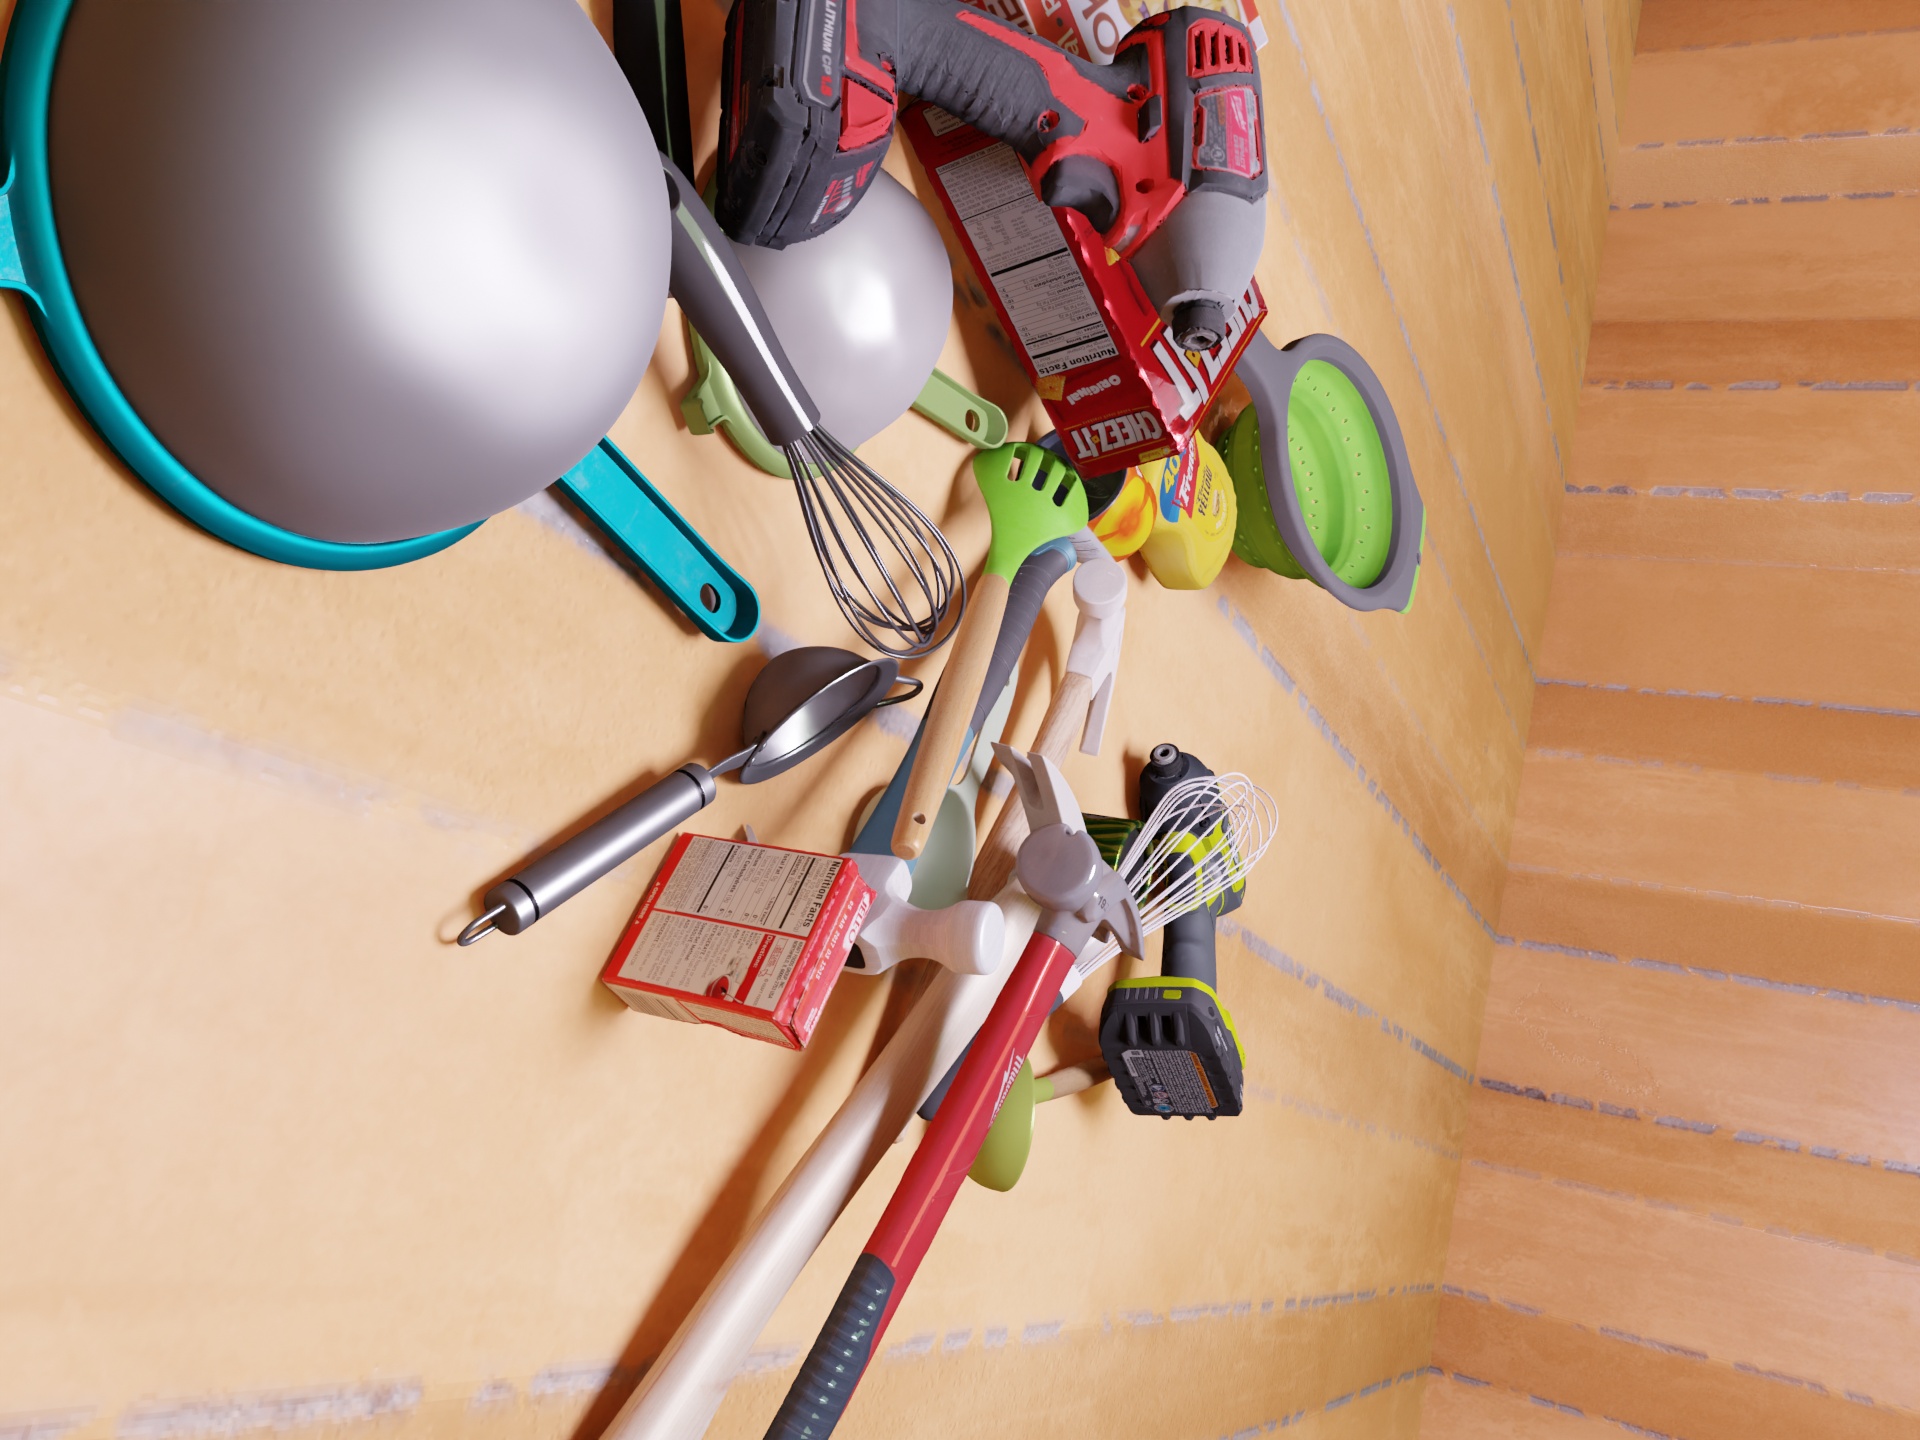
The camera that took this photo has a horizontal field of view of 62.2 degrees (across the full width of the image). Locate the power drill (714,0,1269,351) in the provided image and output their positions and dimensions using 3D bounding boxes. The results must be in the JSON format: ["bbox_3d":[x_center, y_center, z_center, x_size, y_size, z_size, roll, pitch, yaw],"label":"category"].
[{"bbox_3d":[0.021,-0.226,0.624,0.219,0.078,0.143,6,73,-20],"label":"power drill"}]

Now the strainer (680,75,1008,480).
[{"bbox_3d":[-0.021,-0.170,0.726,0.256,0.069,0.151,18,80,-60],"label":"strainer"}]

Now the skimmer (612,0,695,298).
[{"bbox_3d":[-0.102,-0.323,0.521,0.127,0.090,0.363,-13,113,-26],"label":"skimmer"}]

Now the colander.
[{"bbox_3d":[0.200,-0.217,1.129,0.396,0.094,0.205,40,54,-37],"label":"colander"}]

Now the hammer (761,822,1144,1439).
[{"bbox_3d":[-0.023,0.237,0.716,0.386,0.038,0.143,-60,154,-15],"label":"hammer"}]

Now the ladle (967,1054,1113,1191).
[{"bbox_3d":[0.074,0.234,1.008,0.320,0.062,0.078,10,91,-65],"label":"ladle"}]

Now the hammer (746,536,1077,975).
[{"bbox_3d":[-0.001,-0.002,0.773,0.331,0.128,0.033,-63,148,-49],"label":"hammer"}]

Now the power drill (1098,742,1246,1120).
[{"bbox_3d":[0.148,0.139,1.077,0.171,0.080,0.223,65,28,-46],"label":"power drill"}]

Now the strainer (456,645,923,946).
[{"bbox_3d":[-0.104,0.021,0.645,0.258,0.050,0.087,-37,172,-47],"label":"strainer"}]

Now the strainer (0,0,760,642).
[{"bbox_3d":[-0.126,-0.116,0.514,0.340,0.095,0.211,50,52,-52],"label":"strainer"}]

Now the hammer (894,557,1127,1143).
[{"bbox_3d":[0.023,0.075,0.879,0.130,0.031,0.331,80,32,-62],"label":"hammer"}]

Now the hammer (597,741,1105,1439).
[{"bbox_3d":[-0.053,0.189,0.723,0.411,0.038,0.146,-51,139,-33],"label":"hammer"}]

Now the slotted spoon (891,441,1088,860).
[{"bbox_3d":[0.013,-0.049,0.768,0.031,0.070,0.314,-56,-170,43],"label":"slotted spoon"}]

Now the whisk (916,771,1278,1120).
[{"bbox_3d":[0.078,0.125,0.900,0.284,0.070,0.070,-41,134,-23],"label":"whisk"}]

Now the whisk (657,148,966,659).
[{"bbox_3d":[-0.063,-0.117,0.622,0.238,0.055,0.055,58,45,-34],"label":"whisk"}]

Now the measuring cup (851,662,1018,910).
[{"bbox_3d":[-0.011,0.032,0.826,0.168,0.038,0.083,-67,148,-31],"label":"measuring cup"}]
